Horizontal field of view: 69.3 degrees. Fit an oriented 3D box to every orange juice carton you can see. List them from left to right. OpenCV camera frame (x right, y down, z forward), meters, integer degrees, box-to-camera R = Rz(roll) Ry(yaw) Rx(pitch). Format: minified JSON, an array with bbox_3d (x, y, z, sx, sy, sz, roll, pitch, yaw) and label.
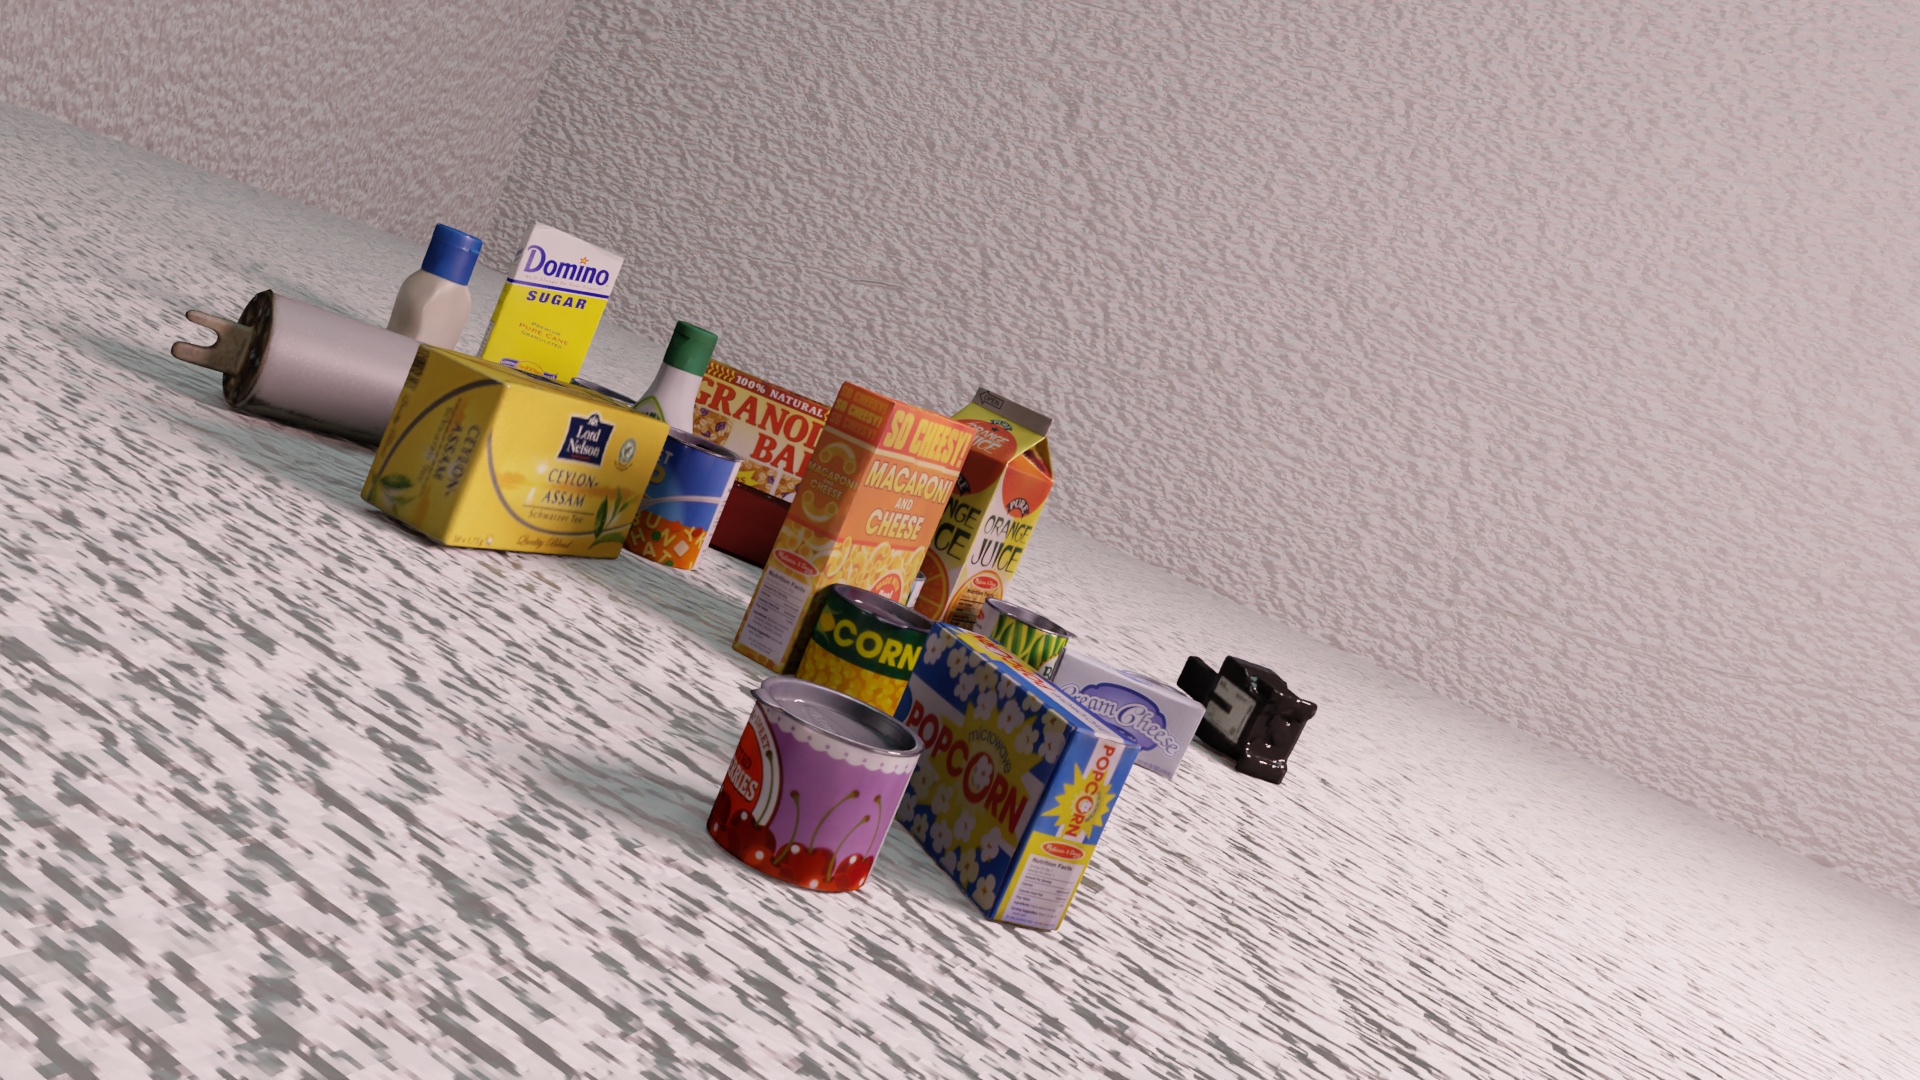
[{"bbox_3d":[0.004,-0.013,1.018,0.072,0.192,0.073,26,6,32],"label":"orange juice carton"}]

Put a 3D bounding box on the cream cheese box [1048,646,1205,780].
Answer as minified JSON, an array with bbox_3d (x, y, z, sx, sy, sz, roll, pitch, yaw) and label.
[{"bbox_3d":[0.106,0.115,0.933,0.104,0.053,0.024,23,5,1],"label":"cream cheese box"}]

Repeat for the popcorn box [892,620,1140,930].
[{"bbox_3d":[0.014,0.097,0.597,0.038,0.085,0.127,20,7,-32],"label":"popcorn box"}]

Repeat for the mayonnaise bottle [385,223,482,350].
[{"bbox_3d":[-0.414,-0.171,1.078,0.041,0.148,0.065,24,6,16],"label":"mayonnaise bottle"}]

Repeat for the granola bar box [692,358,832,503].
[{"bbox_3d":[-0.184,-0.082,1.264,0.165,0.124,0.039,22,5,-7],"label":"granola bar box"}]

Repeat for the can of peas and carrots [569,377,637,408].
[{"bbox_3d":[-0.334,-0.110,1.267,0.071,0.058,0.071,23,6,-2],"label":"can of peas and carrots"}]

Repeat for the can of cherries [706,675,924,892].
[{"bbox_3d":[-0.057,0.090,0.522,0.071,0.058,0.071,23,6,-2],"label":"can of cherries"}]

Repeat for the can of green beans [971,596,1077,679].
[{"bbox_3d":[0.037,0.079,0.974,0.071,0.057,0.071,23,6,-2],"label":"can of green beans"}]

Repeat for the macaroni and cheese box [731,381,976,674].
[{"bbox_3d":[-0.060,-0.004,0.829,0.040,0.166,0.124,25,6,22],"label":"macaroni and cheese box"}]

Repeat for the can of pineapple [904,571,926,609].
[{"bbox_3d":[-0.066,0.038,0.955,0.071,0.058,0.071,23,6,-2],"label":"can of pineapple"}]

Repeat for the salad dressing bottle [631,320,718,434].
[{"bbox_3d":[-0.248,-0.111,1.172,0.064,0.147,0.044,26,6,27],"label":"salad dressing bottle"}]

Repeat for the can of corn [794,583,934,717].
[{"bbox_3d":[-0.052,0.064,0.776,0.071,0.058,0.071,23,6,-2],"label":"can of corn"}]

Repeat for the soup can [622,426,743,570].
[{"bbox_3d":[-0.198,-0.031,0.954,0.071,0.083,0.071,23,6,-2],"label":"soup can"}]

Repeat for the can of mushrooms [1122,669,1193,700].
[{"bbox_3d":[0.149,0.129,1.073,0.071,0.033,0.071,23,6,-2],"label":"can of mushrooms"}]
